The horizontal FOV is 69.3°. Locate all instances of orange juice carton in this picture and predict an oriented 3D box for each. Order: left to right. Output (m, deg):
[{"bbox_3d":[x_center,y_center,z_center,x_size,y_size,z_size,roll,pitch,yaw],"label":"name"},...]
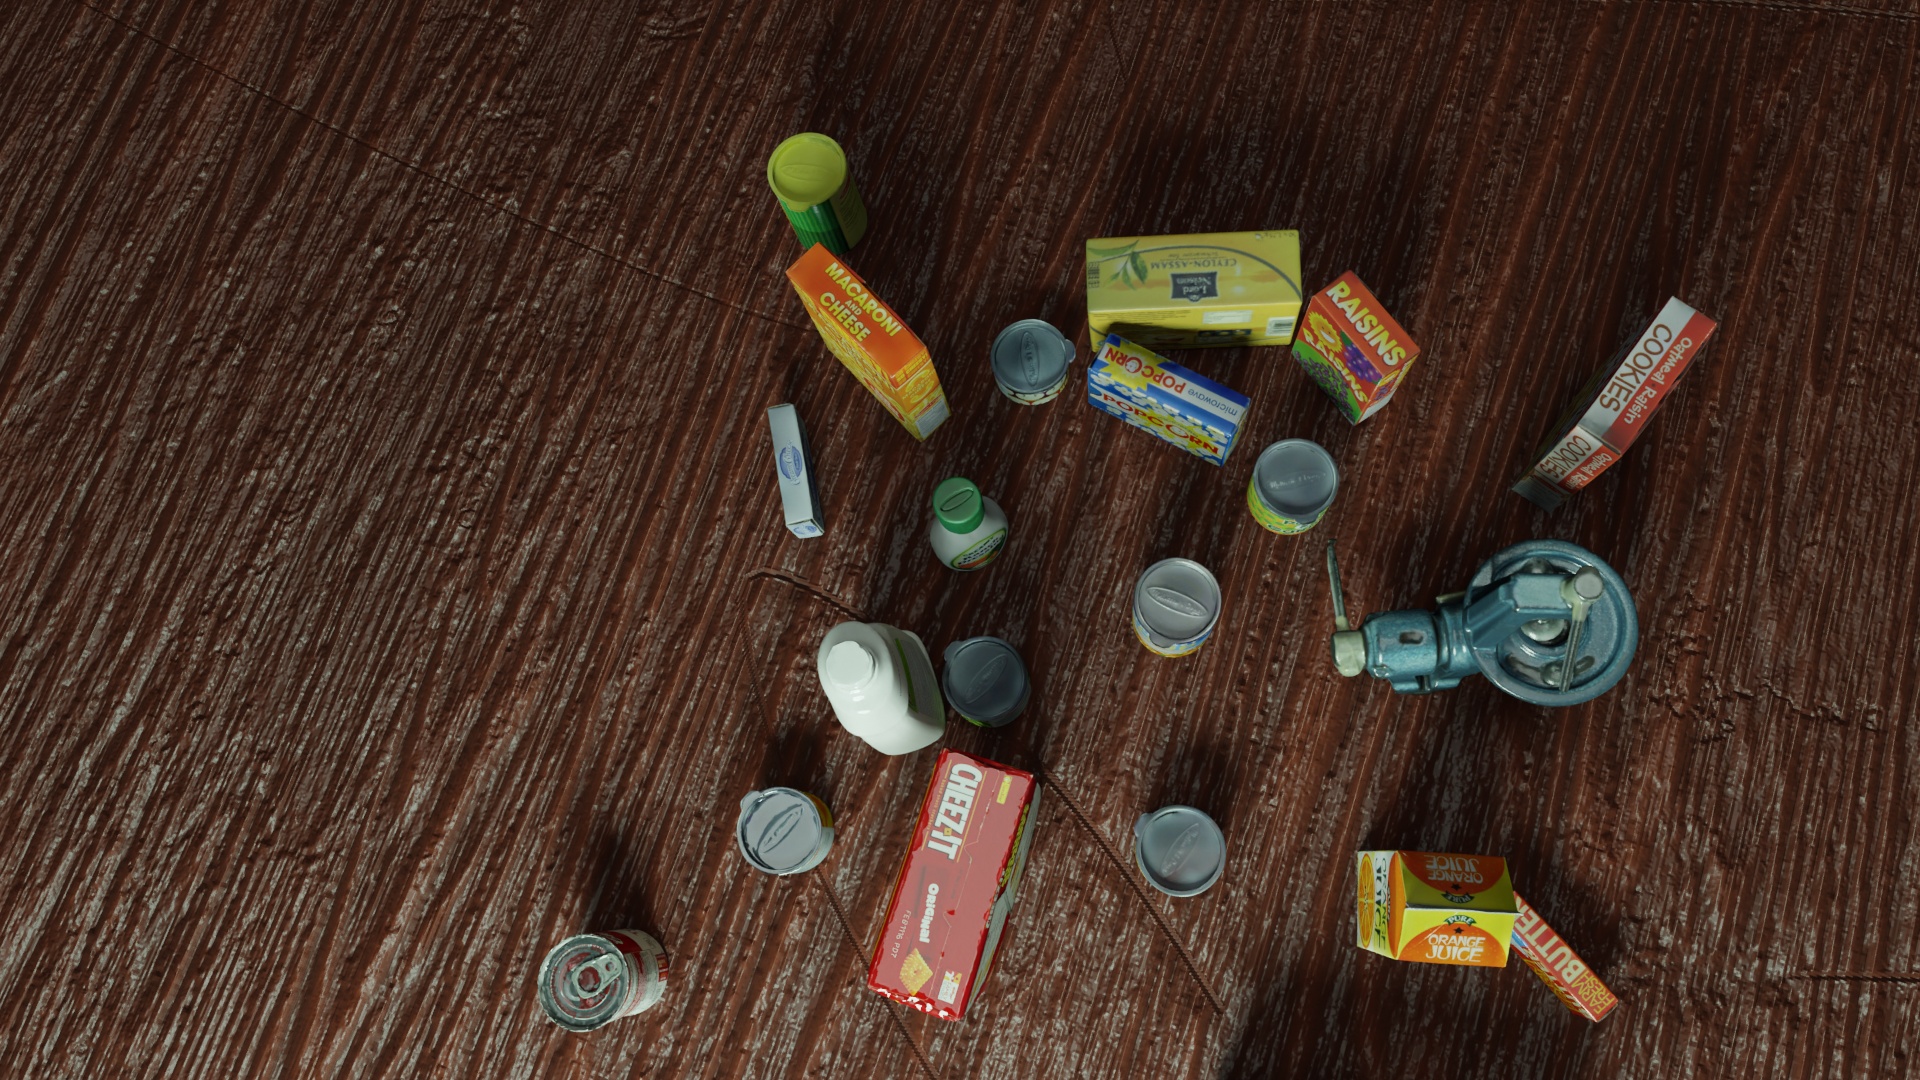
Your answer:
[{"bbox_3d":[0.328,0.254,0.964,0.072,0.192,0.073,3,77,7],"label":"orange juice carton"}]

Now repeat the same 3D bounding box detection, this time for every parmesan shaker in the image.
[{"bbox_3d":[-0.122,-0.291,1.187,0.071,0.103,0.071,-1,77,6],"label":"parmesan shaker"}]

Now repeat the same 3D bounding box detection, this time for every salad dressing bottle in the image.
[{"bbox_3d":[0.004,-0.014,1.085,0.064,0.147,0.044,-31,76,-2],"label":"salad dressing bottle"}]

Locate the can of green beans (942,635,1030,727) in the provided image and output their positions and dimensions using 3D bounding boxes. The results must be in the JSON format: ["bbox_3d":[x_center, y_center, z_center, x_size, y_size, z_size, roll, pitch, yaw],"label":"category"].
[{"bbox_3d":[0.022,0.112,1.098,0.071,0.057,0.071,-1,77,6],"label":"can of green beans"}]

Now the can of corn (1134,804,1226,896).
[{"bbox_3d":[0.164,0.234,1.055,0.071,0.058,0.071,-1,77,6],"label":"can of corn"}]

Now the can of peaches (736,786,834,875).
[{"bbox_3d":[-0.137,0.226,1.087,0.071,0.058,0.071,-1,77,6],"label":"can of peaches"}]

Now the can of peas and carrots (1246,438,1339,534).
[{"bbox_3d":[0.265,-0.040,1.111,0.071,0.058,0.071,-1,77,6],"label":"can of peas and carrots"}]

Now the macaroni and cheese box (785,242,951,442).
[{"bbox_3d":[-0.070,-0.156,1.117,0.040,0.166,0.124,-43,76,-5],"label":"macaroni and cheese box"}]

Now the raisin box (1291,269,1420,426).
[{"bbox_3d":[0.311,-0.150,1.099,0.040,0.123,0.086,-35,76,-3],"label":"raisin box"}]

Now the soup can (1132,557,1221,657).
[{"bbox_3d":[0.166,0.056,1.084,0.071,0.083,0.071,-1,77,6],"label":"soup can"}]

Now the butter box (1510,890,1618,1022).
[{"bbox_3d":[0.427,0.301,1.015,0.024,0.053,0.103,-41,76,-4],"label":"butter box"}]

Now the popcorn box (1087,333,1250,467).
[{"bbox_3d":[0.167,-0.112,1.124,0.127,0.085,0.038,27,81,11],"label":"popcorn box"}]

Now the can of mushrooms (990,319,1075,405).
[{"bbox_3d":[0.062,-0.150,1.171,0.071,0.033,0.071,-1,76,5],"label":"can of mushrooms"}]

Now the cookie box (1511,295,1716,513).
[{"bbox_3d":[0.488,-0.097,1.046,0.040,0.167,0.123,37,83,12],"label":"cookie box"}]

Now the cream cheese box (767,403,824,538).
[{"bbox_3d":[-0.137,-0.057,1.158,0.024,0.053,0.104,-12,76,3],"label":"cream cheese box"}]
